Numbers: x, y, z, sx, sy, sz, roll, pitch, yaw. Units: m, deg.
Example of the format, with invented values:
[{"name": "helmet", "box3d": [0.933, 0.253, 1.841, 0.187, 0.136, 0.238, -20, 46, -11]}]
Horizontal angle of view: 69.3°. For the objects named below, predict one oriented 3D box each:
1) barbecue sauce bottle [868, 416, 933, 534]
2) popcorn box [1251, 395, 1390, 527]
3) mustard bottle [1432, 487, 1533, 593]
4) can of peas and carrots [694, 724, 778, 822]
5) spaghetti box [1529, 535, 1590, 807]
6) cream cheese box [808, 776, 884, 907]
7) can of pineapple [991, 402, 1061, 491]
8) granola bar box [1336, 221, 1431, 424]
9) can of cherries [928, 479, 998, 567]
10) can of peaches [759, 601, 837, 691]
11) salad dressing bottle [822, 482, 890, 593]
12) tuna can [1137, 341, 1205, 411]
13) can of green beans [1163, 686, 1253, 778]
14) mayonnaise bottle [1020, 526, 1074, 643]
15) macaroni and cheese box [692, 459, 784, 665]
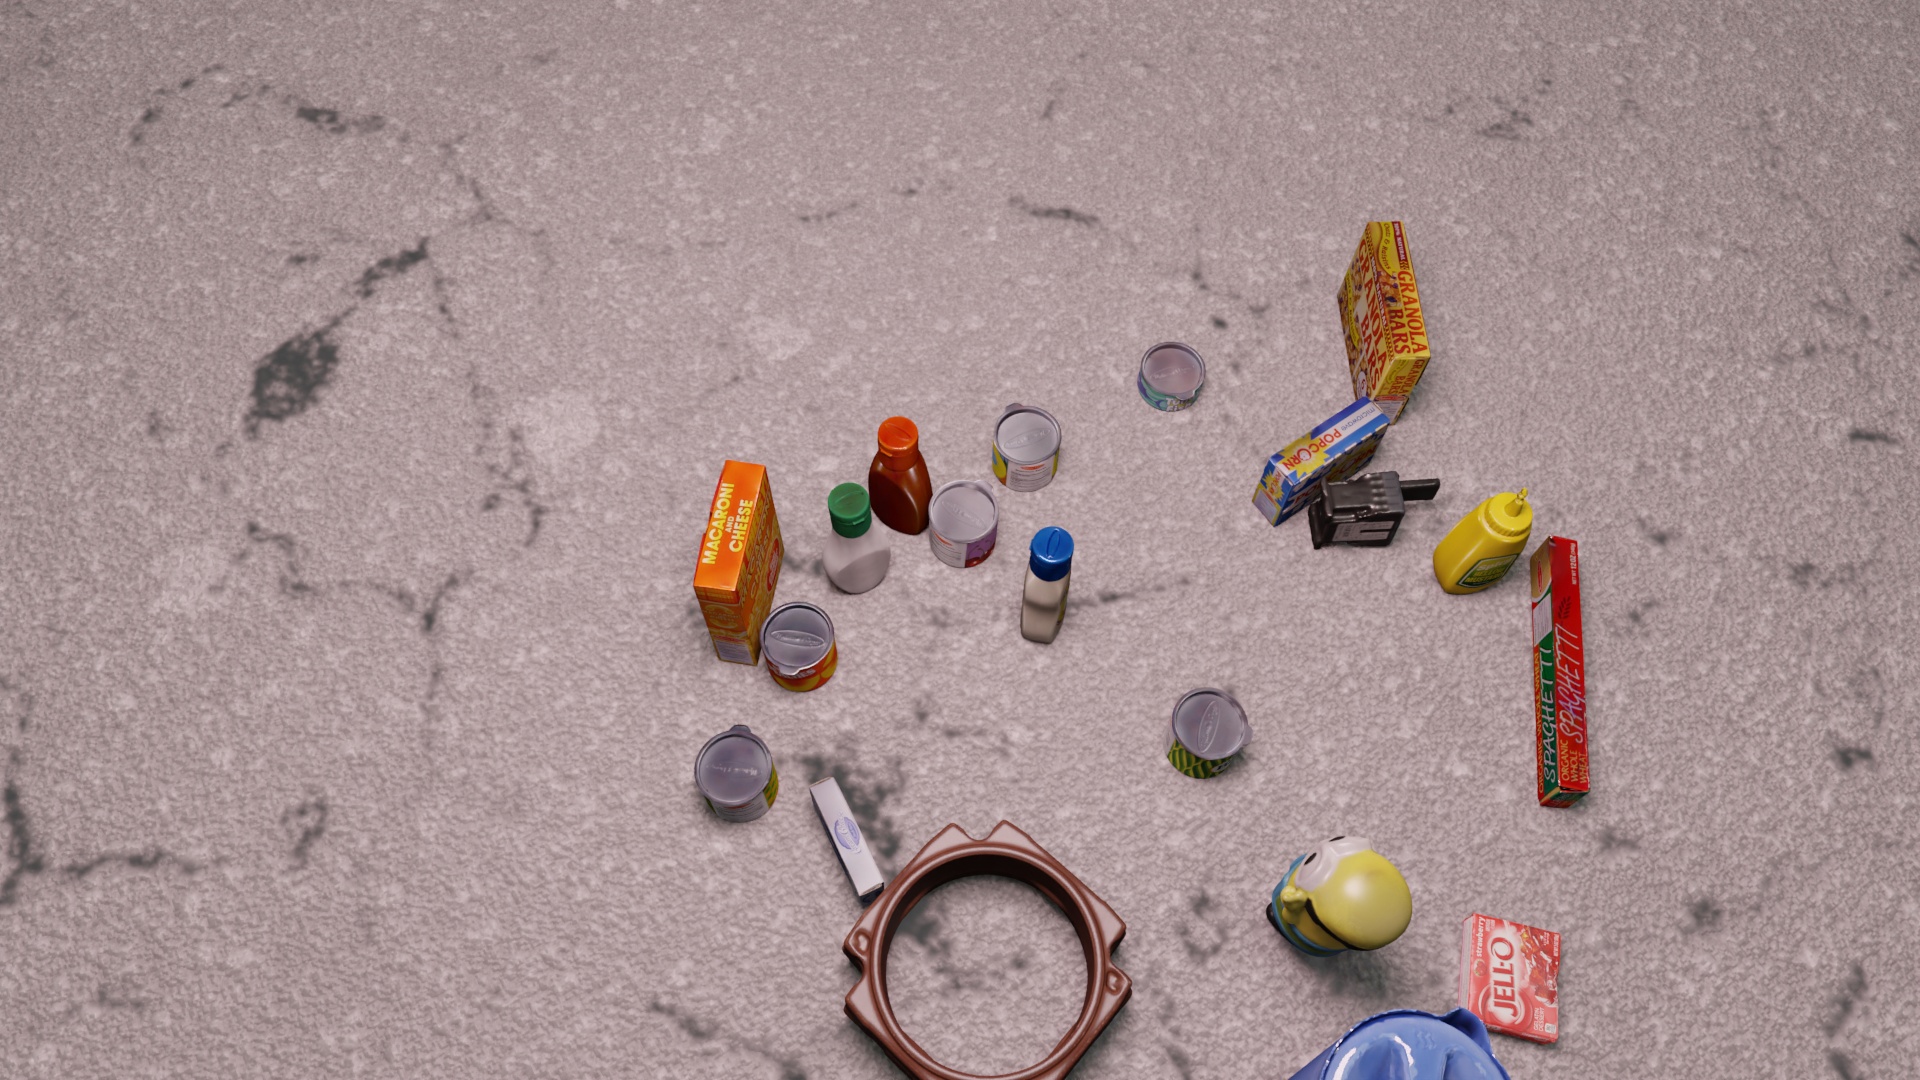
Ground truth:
[{"name": "barbecue sauce bottle", "box3d": [-0.056, -0.061, 1.287, 0.065, 0.148, 0.044, 32, 67, 14]}, {"name": "popcorn box", "box3d": [0.346, -0.076, 1.337, 0.127, 0.085, 0.038, -32, 68, -16]}, {"name": "mustard bottle", "box3d": [0.480, -0.003, 1.259, 0.065, 0.159, 0.049, -10, 64, -6]}, {"name": "can of peas and carrots", "box3d": [-0.192, 0.202, 1.199, 0.071, 0.058, 0.071, 0, 63, -1]}, {"name": "spaghetti box", "box3d": [0.542, 0.117, 1.260, 0.029, 0.050, 0.251, 8, 63, 3]}, {"name": "cream cheese box", "box3d": [-0.095, 0.256, 1.176, 0.024, 0.053, 0.104, -24, 66, -12]}, {"name": "can of pineapple", "box3d": [0.064, -0.090, 1.355, 0.071, 0.057, 0.071, 0, 63, -1]}, {"name": "granola bar box", "box3d": [0.422, -0.216, 1.389, 0.039, 0.123, 0.166, -1, 63, -1]}, {"name": "can of cherries", "box3d": [0.005, -0.016, 1.316, 0.071, 0.058, 0.072, 0, 63, -1]}, {"name": "can of peaches", "box3d": [-0.146, 0.099, 1.254, 0.071, 0.057, 0.071, 0, 63, -1]}, {"name": "salad dressing bottle", "box3d": [-0.096, -0.002, 1.257, 0.064, 0.147, 0.044, -25, 66, -13]}, {"name": "tuna can", "box3d": [0.215, -0.164, 1.410, 0.071, 0.032, 0.071, 0, 63, -1]}, {"name": "can of green beans", "box3d": [0.215, 0.170, 1.223, 0.071, 0.057, 0.071, 0, 63, -1]}, {"name": "mayonnaise bottle", "box3d": [0.078, 0.037, 1.239, 0.041, 0.147, 0.065, 14, 64, 6]}, {"name": "macaroni and cheese box", "box3d": [-0.195, 0.023, 1.232, 0.040, 0.165, 0.124, 8, 63, 3]}]
